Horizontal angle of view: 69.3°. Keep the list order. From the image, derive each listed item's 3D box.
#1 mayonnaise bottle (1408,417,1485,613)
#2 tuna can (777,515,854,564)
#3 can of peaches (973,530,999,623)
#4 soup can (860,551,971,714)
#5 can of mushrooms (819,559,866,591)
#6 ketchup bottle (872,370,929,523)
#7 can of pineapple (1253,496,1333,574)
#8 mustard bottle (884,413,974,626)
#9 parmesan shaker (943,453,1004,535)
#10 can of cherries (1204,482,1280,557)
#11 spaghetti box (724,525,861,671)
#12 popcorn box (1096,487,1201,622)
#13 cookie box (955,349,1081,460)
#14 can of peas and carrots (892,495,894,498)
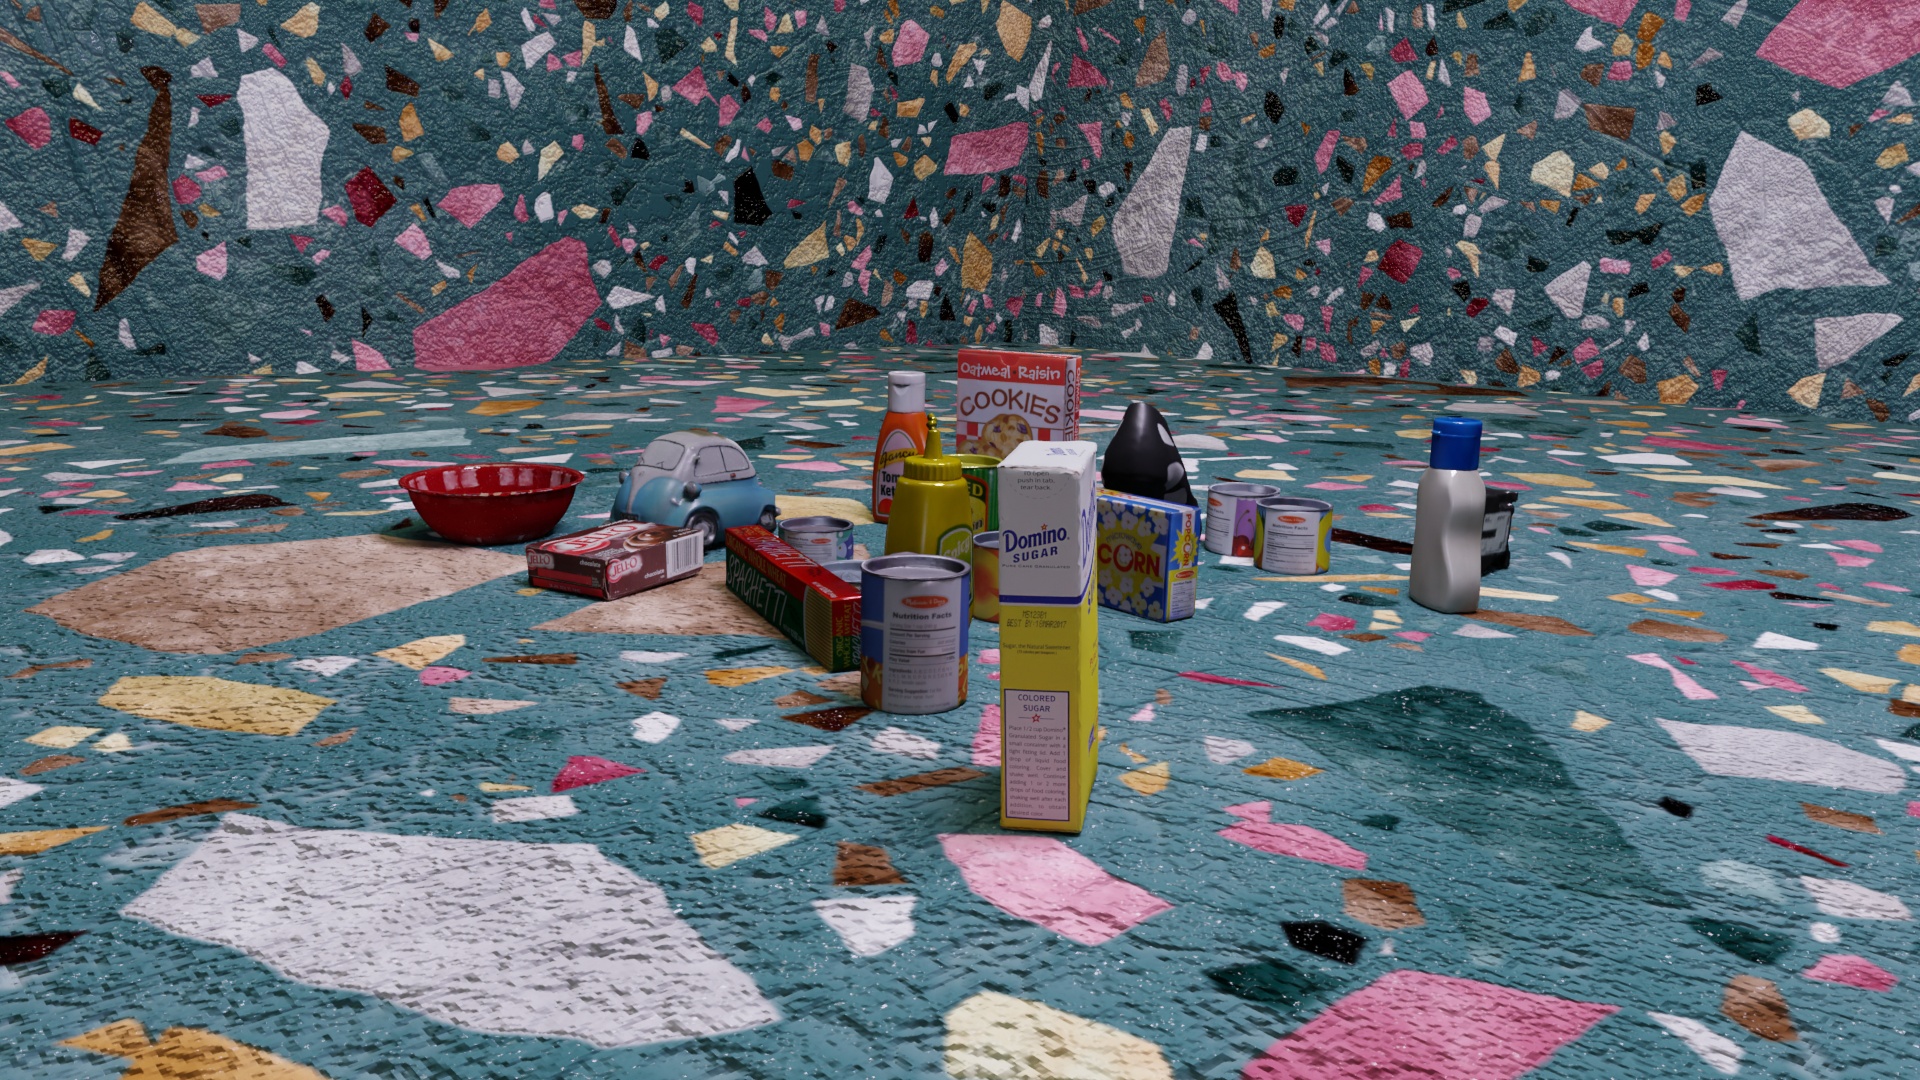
[{"bbox_3d":[0.383,-0.021,1.086,0.041,0.147,0.065,-1,12,-12],"label":"mayonnaise bottle"},{"bbox_3d":[-0.125,0.000,1.206,0.071,0.032,0.071,1,12,0],"label":"tuna can"},{"bbox_3d":[0.040,0.027,1.038,0.071,0.058,0.071,1,12,0],"label":"can of peaches"},{"bbox_3d":[-0.028,0.055,0.841,0.071,0.083,0.071,1,12,0],"label":"soup can"},{"bbox_3d":[-0.078,0.038,1.034,0.071,0.033,0.071,1,12,0],"label":"can of mushrooms"},{"bbox_3d":[-0.054,-0.091,1.364,0.065,0.148,0.044,4,12,15],"label":"ketchup bottle"},{"bbox_3d":[0.291,-0.005,1.217,0.071,0.057,0.071,1,12,0],"label":"can of pineapple"},{"bbox_3d":[-0.020,-0.006,0.944,0.049,0.159,0.065,9,14,34],"label":"mustard bottle"},{"bbox_3d":[0.004,-0.014,1.120,0.071,0.102,0.071,1,12,0],"label":"parmesan shaker"},{"bbox_3d":[0.262,-0.020,1.280,0.071,0.058,0.071,1,12,0],"label":"can of cherries"},{"bbox_3d":[-0.123,0.036,0.999,0.029,0.050,0.250,-4,13,-25],"label":"spaghetti box"},{"bbox_3d":[0.125,0.008,1.074,0.038,0.085,0.127,-9,15,-40],"label":"popcorn box"},{"bbox_3d":[0.057,-0.108,1.412,0.123,0.167,0.040,7,13,27],"label":"cookie box"},{"bbox_3d":[-0.024,-0.010,1.201,0.071,0.058,0.071,1,12,0],"label":"can of peas and carrots"}]
